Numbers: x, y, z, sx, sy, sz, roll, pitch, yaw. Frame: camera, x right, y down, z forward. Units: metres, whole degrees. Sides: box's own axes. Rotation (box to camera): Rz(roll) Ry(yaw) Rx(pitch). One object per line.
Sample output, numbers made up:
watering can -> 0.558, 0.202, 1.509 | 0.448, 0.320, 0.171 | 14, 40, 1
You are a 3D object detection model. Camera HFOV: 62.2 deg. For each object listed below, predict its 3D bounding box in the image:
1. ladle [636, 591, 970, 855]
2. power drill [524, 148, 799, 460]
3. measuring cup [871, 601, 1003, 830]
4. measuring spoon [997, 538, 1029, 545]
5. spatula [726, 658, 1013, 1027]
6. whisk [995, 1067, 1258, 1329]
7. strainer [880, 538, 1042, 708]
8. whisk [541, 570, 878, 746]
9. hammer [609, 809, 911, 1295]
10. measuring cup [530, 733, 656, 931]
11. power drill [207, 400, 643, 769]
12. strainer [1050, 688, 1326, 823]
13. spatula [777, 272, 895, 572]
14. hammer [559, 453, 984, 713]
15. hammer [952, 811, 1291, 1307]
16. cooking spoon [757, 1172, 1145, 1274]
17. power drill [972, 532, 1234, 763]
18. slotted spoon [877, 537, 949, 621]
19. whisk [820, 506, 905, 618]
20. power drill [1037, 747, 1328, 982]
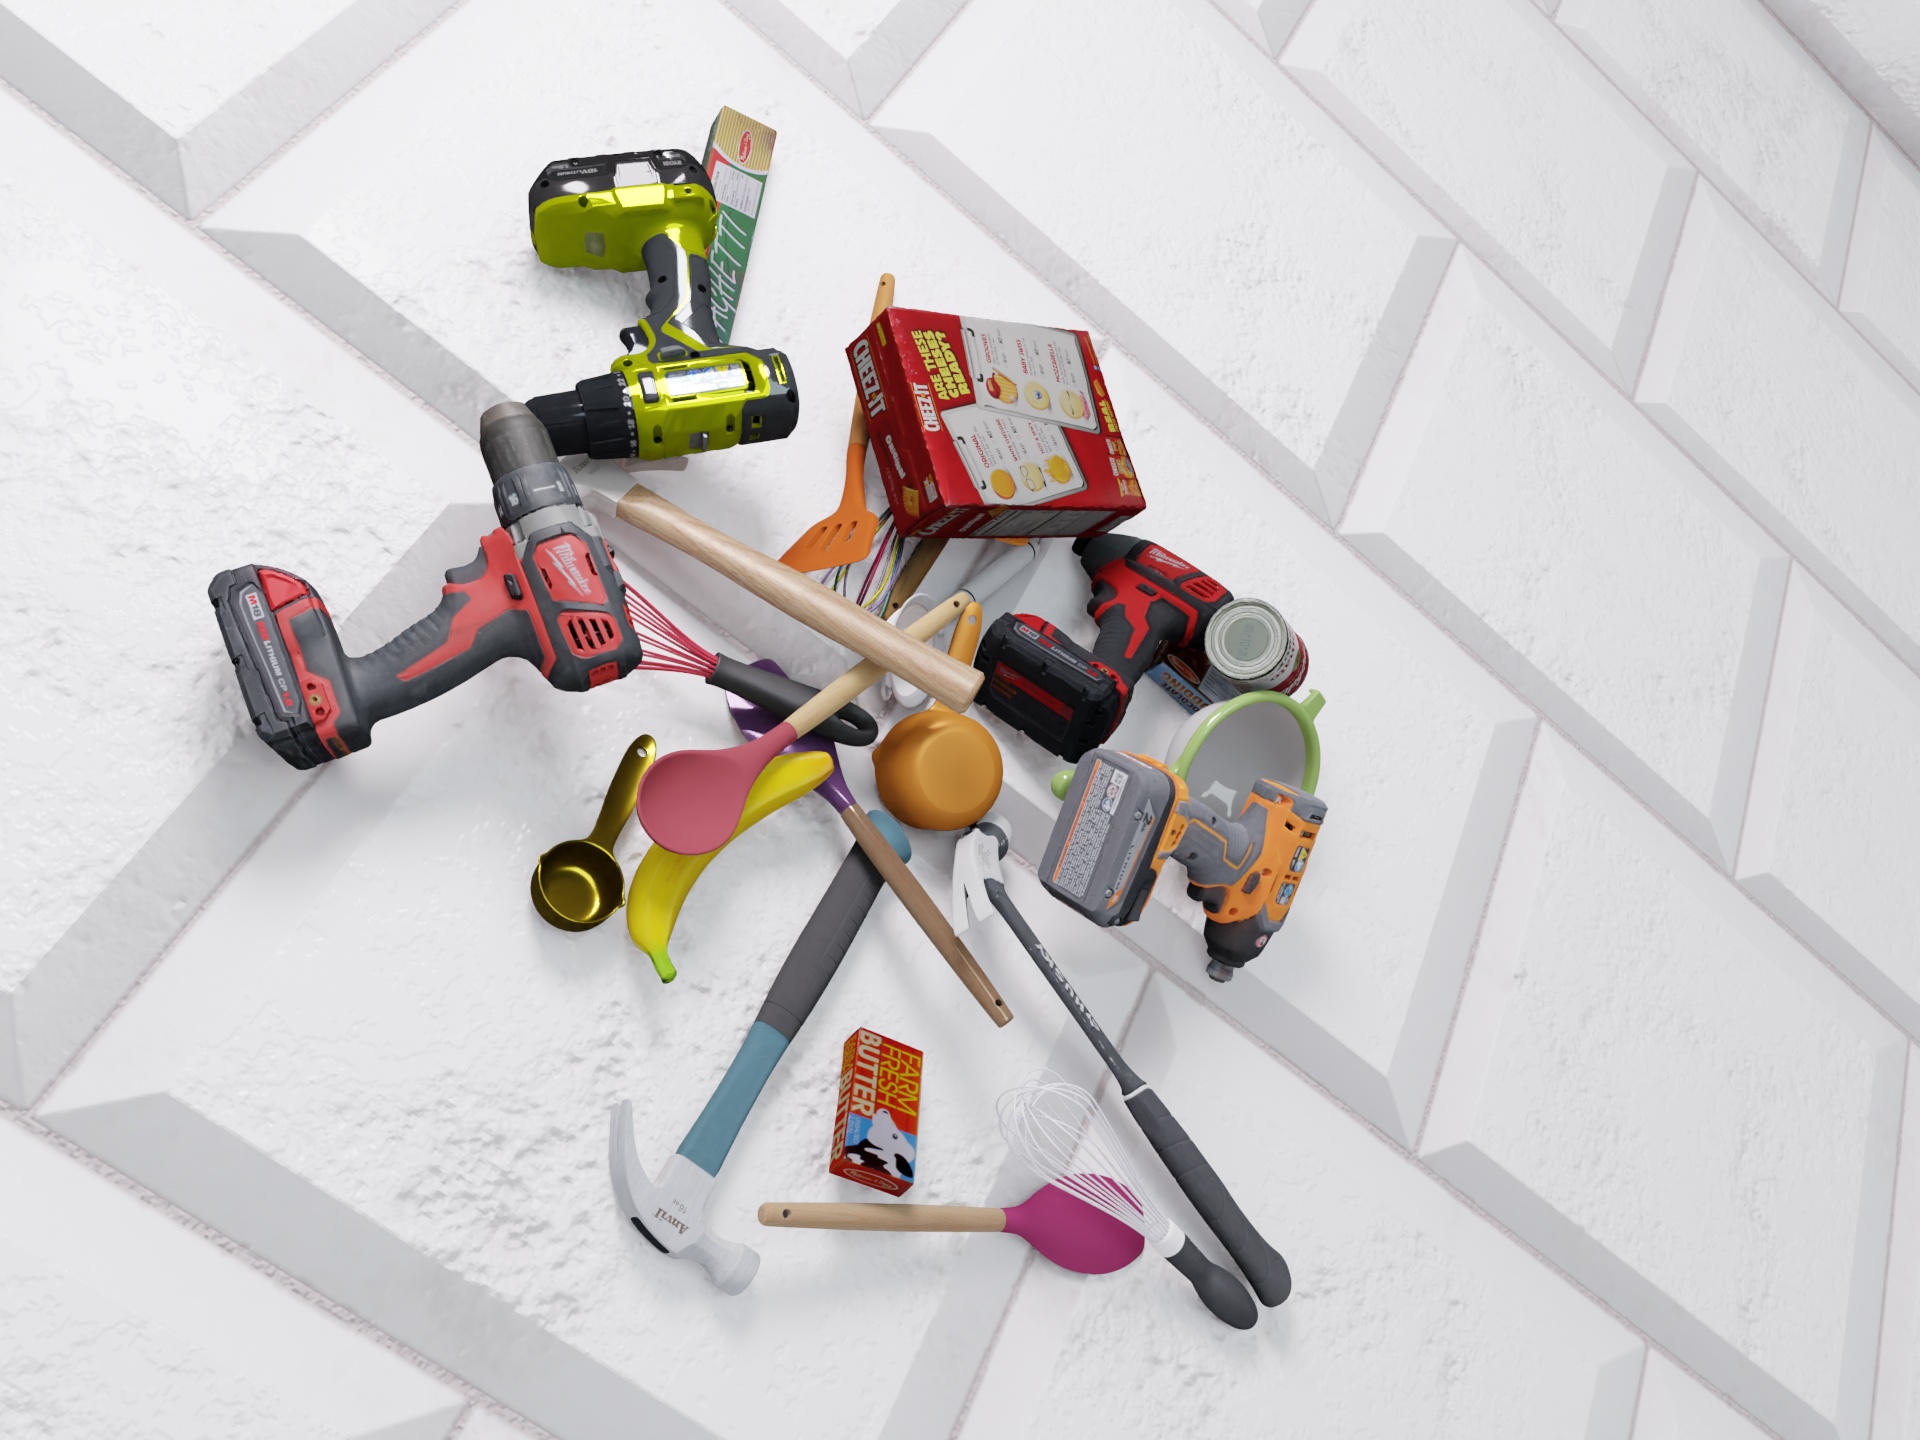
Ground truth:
ladle -> -0.098, -0.008, 1.084 | 0.315, 0.031, 0.069 | -39, 96, -34
power drill -> -0.233, -0.286, 1.126 | 0.190, 0.080, 0.229 | -12, 69, -17
measuring cup -> -0.002, -0.004, 1.155 | 0.095, 0.052, 0.173 | 17, 85, -23
measuring spoon -> 0.010, -0.163, 1.251 | 0.116, 0.011, 0.021 | 20, 56, -32
spatula -> -0.064, 0.083, 1.100 | 0.060, 0.018, 0.316 | -27, 72, -36
whisk -> 0.125, 0.341, 1.106 | 0.284, 0.070, 0.070 | 48, 53, -22
strainer -> -0.004, -0.087, 1.232 | 0.258, 0.050, 0.086 | -42, 136, -42
whisk -> -0.187, -0.042, 1.082 | 0.295, 0.073, 0.073 | 23, 60, -22
hammer -> -0.117, 0.196, 1.052 | 0.128, 0.033, 0.331 | 39, 55, -13
measuring cup -> -0.234, 0.072, 1.043 | 0.062, 0.029, 0.157 | 32, 46, -17
power drill -> -0.325, -0.083, 0.966 | 0.226, 0.080, 0.188 | -20, 82, -15
strainer -> 0.168, 0.041, 1.256 | 0.256, 0.069, 0.151 | 0, 108, -31
spatula -> -0.081, -0.236, 1.242 | 0.041, 0.081, 0.323 | 52, 38, -51
hammer -> -0.132, -0.100, 1.103 | 0.331, 0.031, 0.130 | 29, 51, 4
hammer -> 0.117, 0.254, 1.138 | 0.409, 0.036, 0.149 | 55, 16, -7
cooking spoon -> 0.006, 0.334, 1.062 | 0.318, 0.017, 0.069 | 13, 64, -34
power drill -> 0.110, -0.074, 1.262 | 0.143, 0.078, 0.220 | 34, 47, 16
slotted spoon -> 0.009, -0.189, 1.291 | 0.070, 0.031, 0.314 | 38, 57, -13
whisk -> -0.044, -0.161, 1.237 | 0.051, 0.047, 0.245 | 35, 53, -13
power drill -> 0.169, 0.113, 1.191 | 0.226, 0.084, 0.164 | 14, 99, -39
